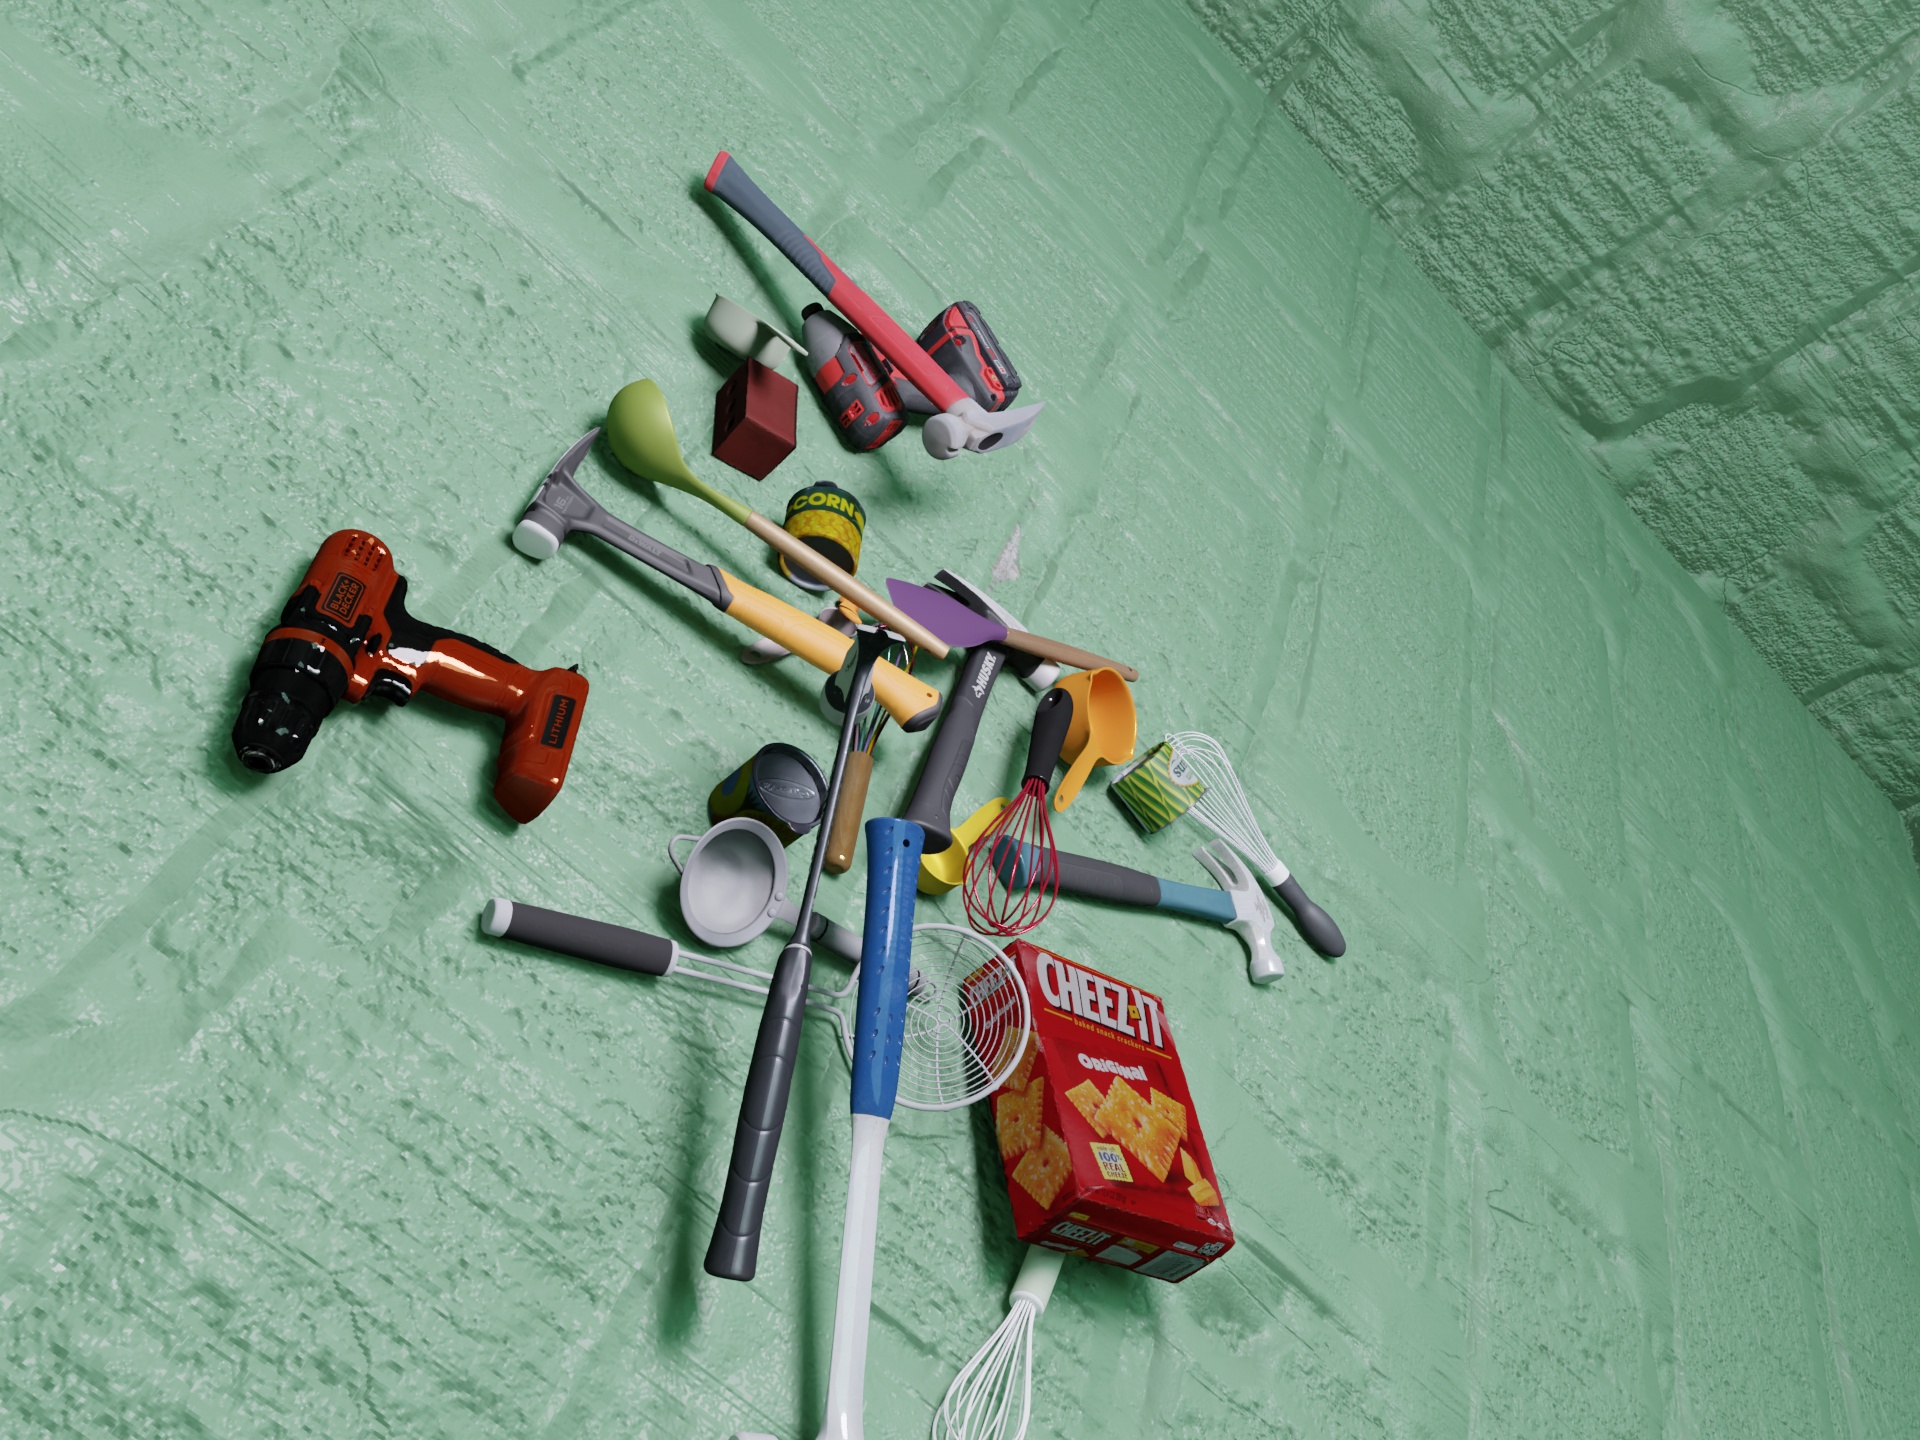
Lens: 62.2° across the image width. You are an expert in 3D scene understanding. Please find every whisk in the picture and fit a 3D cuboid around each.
[{"bbox_3d":[0.055,0.064,1.262,0.073,0.073,0.296,41,36,-17],"label":"whisk"},{"bbox_3d":[0.042,0.393,1.051,0.246,0.058,0.059,-54,139,-55],"label":"whisk"},{"bbox_3d":[-0.071,0.011,1.223,0.047,0.051,0.245,10,52,0],"label":"whisk"},{"bbox_3d":[0.281,0.122,1.515,0.284,0.070,0.070,50,37,-12],"label":"whisk"}]

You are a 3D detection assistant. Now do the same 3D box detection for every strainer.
[{"bbox_3d":[-0.108,0.139,1.091,0.258,0.050,0.087,35,72,-32],"label":"strainer"}]

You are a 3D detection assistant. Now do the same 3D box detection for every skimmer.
[{"bbox_3d":[-0.119,0.163,1.015,0.363,0.090,0.127,21,68,-34],"label":"skimmer"}]

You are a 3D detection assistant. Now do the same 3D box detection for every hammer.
[{"bbox_3d":[-0.090,-0.381,1.428,0.386,0.038,0.143,47,41,16],"label":"hammer"},{"bbox_3d":[-0.158,-0.091,1.184,0.336,0.034,0.127,30,42,-15],"label":"hammer"},{"bbox_3d":[-0.002,-0.004,1.297,0.146,0.035,0.335,43,32,-14],"label":"hammer"},{"bbox_3d":[-0.094,0.127,0.963,0.036,0.149,0.409,15,64,-9],"label":"hammer"},{"bbox_3d":[0.157,0.147,1.376,0.330,0.033,0.128,16,51,-39],"label":"hammer"},{"bbox_3d":[-0.052,0.256,0.976,0.144,0.035,0.406,18,62,-27],"label":"hammer"}]

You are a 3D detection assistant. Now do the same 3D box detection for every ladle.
[{"bbox_3d":[-0.136,-0.150,1.230,0.320,0.078,0.062,34,65,-9],"label":"ladle"}]

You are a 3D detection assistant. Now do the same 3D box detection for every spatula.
[{"bbox_3d":[0.054,-0.068,1.385,0.315,0.018,0.060,14,46,-44],"label":"spatula"}]

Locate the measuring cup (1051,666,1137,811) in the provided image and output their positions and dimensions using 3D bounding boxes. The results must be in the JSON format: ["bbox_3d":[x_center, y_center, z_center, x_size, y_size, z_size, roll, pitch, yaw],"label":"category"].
[{"bbox_3d":[0.097,0.024,1.387,0.095,0.052,0.174,62,40,-26],"label":"measuring cup"}]

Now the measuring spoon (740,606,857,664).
[{"bbox_3d":[-0.129,-0.061,1.252,0.034,0.018,0.124,46,41,17],"label":"measuring spoon"}]

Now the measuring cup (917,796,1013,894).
[{"bbox_3d":[0.000,0.094,1.258,0.062,0.029,0.156,54,31,4],"label":"measuring cup"}]

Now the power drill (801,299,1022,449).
[{"bbox_3d":[-0.054,-0.333,1.500,0.219,0.078,0.143,-20,76,-49],"label":"power drill"}]

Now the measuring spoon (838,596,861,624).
[{"bbox_3d":[-0.086,-0.090,1.268,0.021,0.011,0.117,35,5,-10],"label":"measuring spoon"}]

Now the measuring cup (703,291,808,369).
[{"bbox_3d":[-0.166,-0.312,1.325,0.083,0.038,0.168,27,10,-33],"label":"measuring cup"}]
